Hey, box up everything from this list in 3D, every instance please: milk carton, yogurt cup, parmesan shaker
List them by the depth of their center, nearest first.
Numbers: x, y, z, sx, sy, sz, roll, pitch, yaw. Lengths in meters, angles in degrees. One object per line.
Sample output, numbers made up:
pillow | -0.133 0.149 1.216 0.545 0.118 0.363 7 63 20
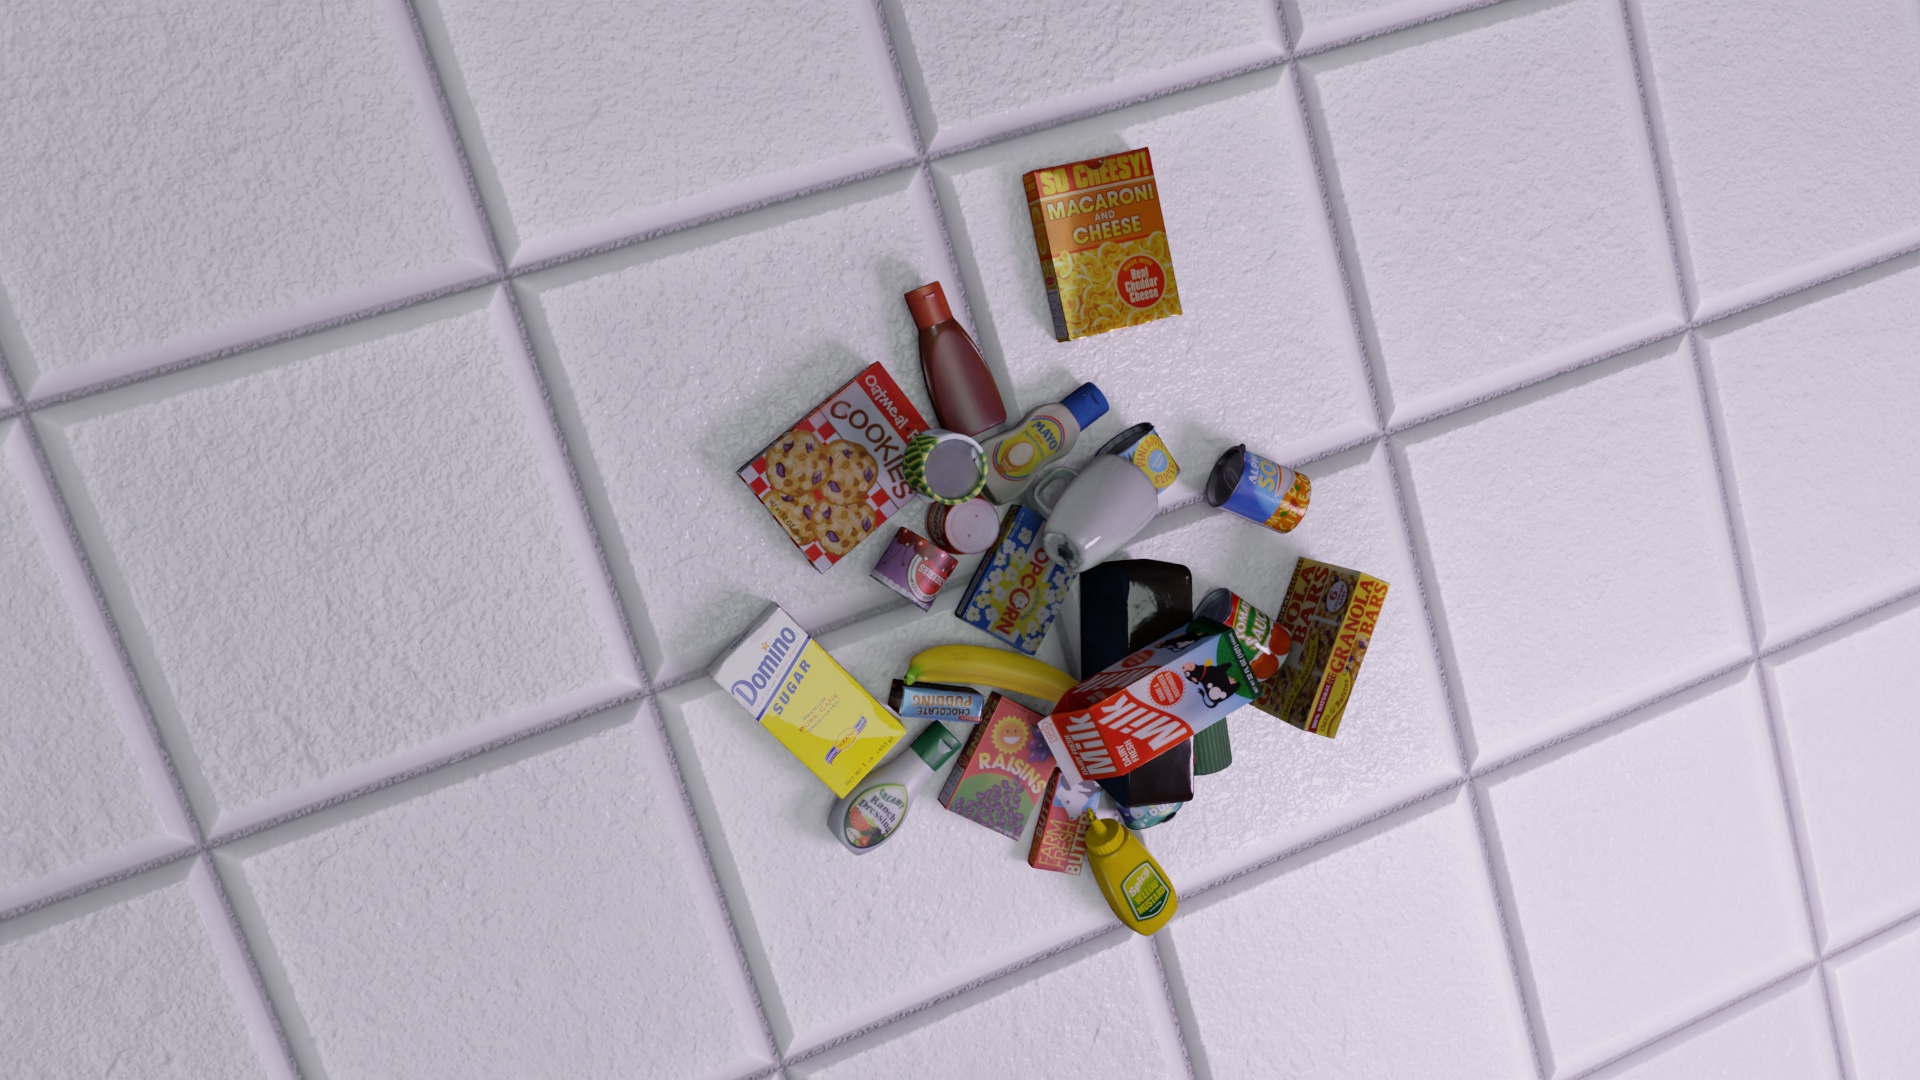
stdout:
milk carton | 0.166 0.147 1.249 0.191 0.073 0.072 -29 101 -9
yogurt cup | 0.005 -0.017 1.337 0.072 0.054 0.072 -2 97 -15
parmesan shaker | 0.238 0.180 1.408 0.071 0.071 0.103 -12 99 -13

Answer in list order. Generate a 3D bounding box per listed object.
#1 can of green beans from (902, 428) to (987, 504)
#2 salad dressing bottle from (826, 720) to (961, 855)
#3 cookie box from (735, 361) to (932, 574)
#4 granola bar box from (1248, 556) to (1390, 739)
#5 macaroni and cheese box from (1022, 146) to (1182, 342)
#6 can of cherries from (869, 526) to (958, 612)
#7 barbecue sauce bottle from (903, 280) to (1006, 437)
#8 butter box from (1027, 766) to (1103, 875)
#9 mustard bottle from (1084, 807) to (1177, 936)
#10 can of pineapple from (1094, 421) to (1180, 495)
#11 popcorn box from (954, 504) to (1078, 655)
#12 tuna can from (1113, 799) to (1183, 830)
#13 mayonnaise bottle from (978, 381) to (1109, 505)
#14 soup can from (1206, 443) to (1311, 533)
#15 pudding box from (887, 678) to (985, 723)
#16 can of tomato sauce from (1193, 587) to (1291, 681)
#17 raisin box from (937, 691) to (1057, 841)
can of green beans | -0.014 -0.068 1.283 0.071 0.058 0.071 -3 99 -18
salad dressing bottle | -0.063 0.238 1.348 0.148 0.044 0.064 -45 106 -7
cookie box | -0.107 -0.069 1.309 0.168 0.040 0.122 -40 104 -9
granola bar box | 0.361 0.106 1.407 0.039 0.124 0.165 20 90 -16
macaroni and cheese box | 0.139 -0.288 1.353 0.124 0.040 0.166 -15 99 -14
can of cherries | -0.042 0.028 1.320 0.071 0.071 0.058 34 86 -15
barbecue sauce bottle | -0.010 -0.172 1.324 0.065 0.043 0.148 -24 100 -12
butter box | 0.107 0.285 1.408 0.053 0.024 0.103 15 91 -16
mustard bottle | 0.163 0.328 1.400 0.065 0.049 0.159 -41 117 -16
can of pineapple | 0.176 -0.075 1.368 0.071 0.071 0.057 -37 104 -8
popcorn box | 0.061 0.039 1.365 0.085 0.038 0.126 28 88 -15
tuna can | 0.191 0.261 1.404 0.071 0.071 0.032 -29 101 -10
mayonnaise bottle | 0.077 -0.099 1.353 0.148 0.041 0.065 -37 91 -9
soup can | 0.304 -0.053 1.405 0.084 0.071 0.071 20 90 -16
pudding box | -0.024 0.156 1.348 0.084 0.049 0.030 8 92 -15
can of tomato sauce | 0.286 0.096 1.414 0.083 0.071 0.071 32 87 -16
raisin box | 0.044 0.223 1.378 0.086 0.040 0.123 28 87 -15
